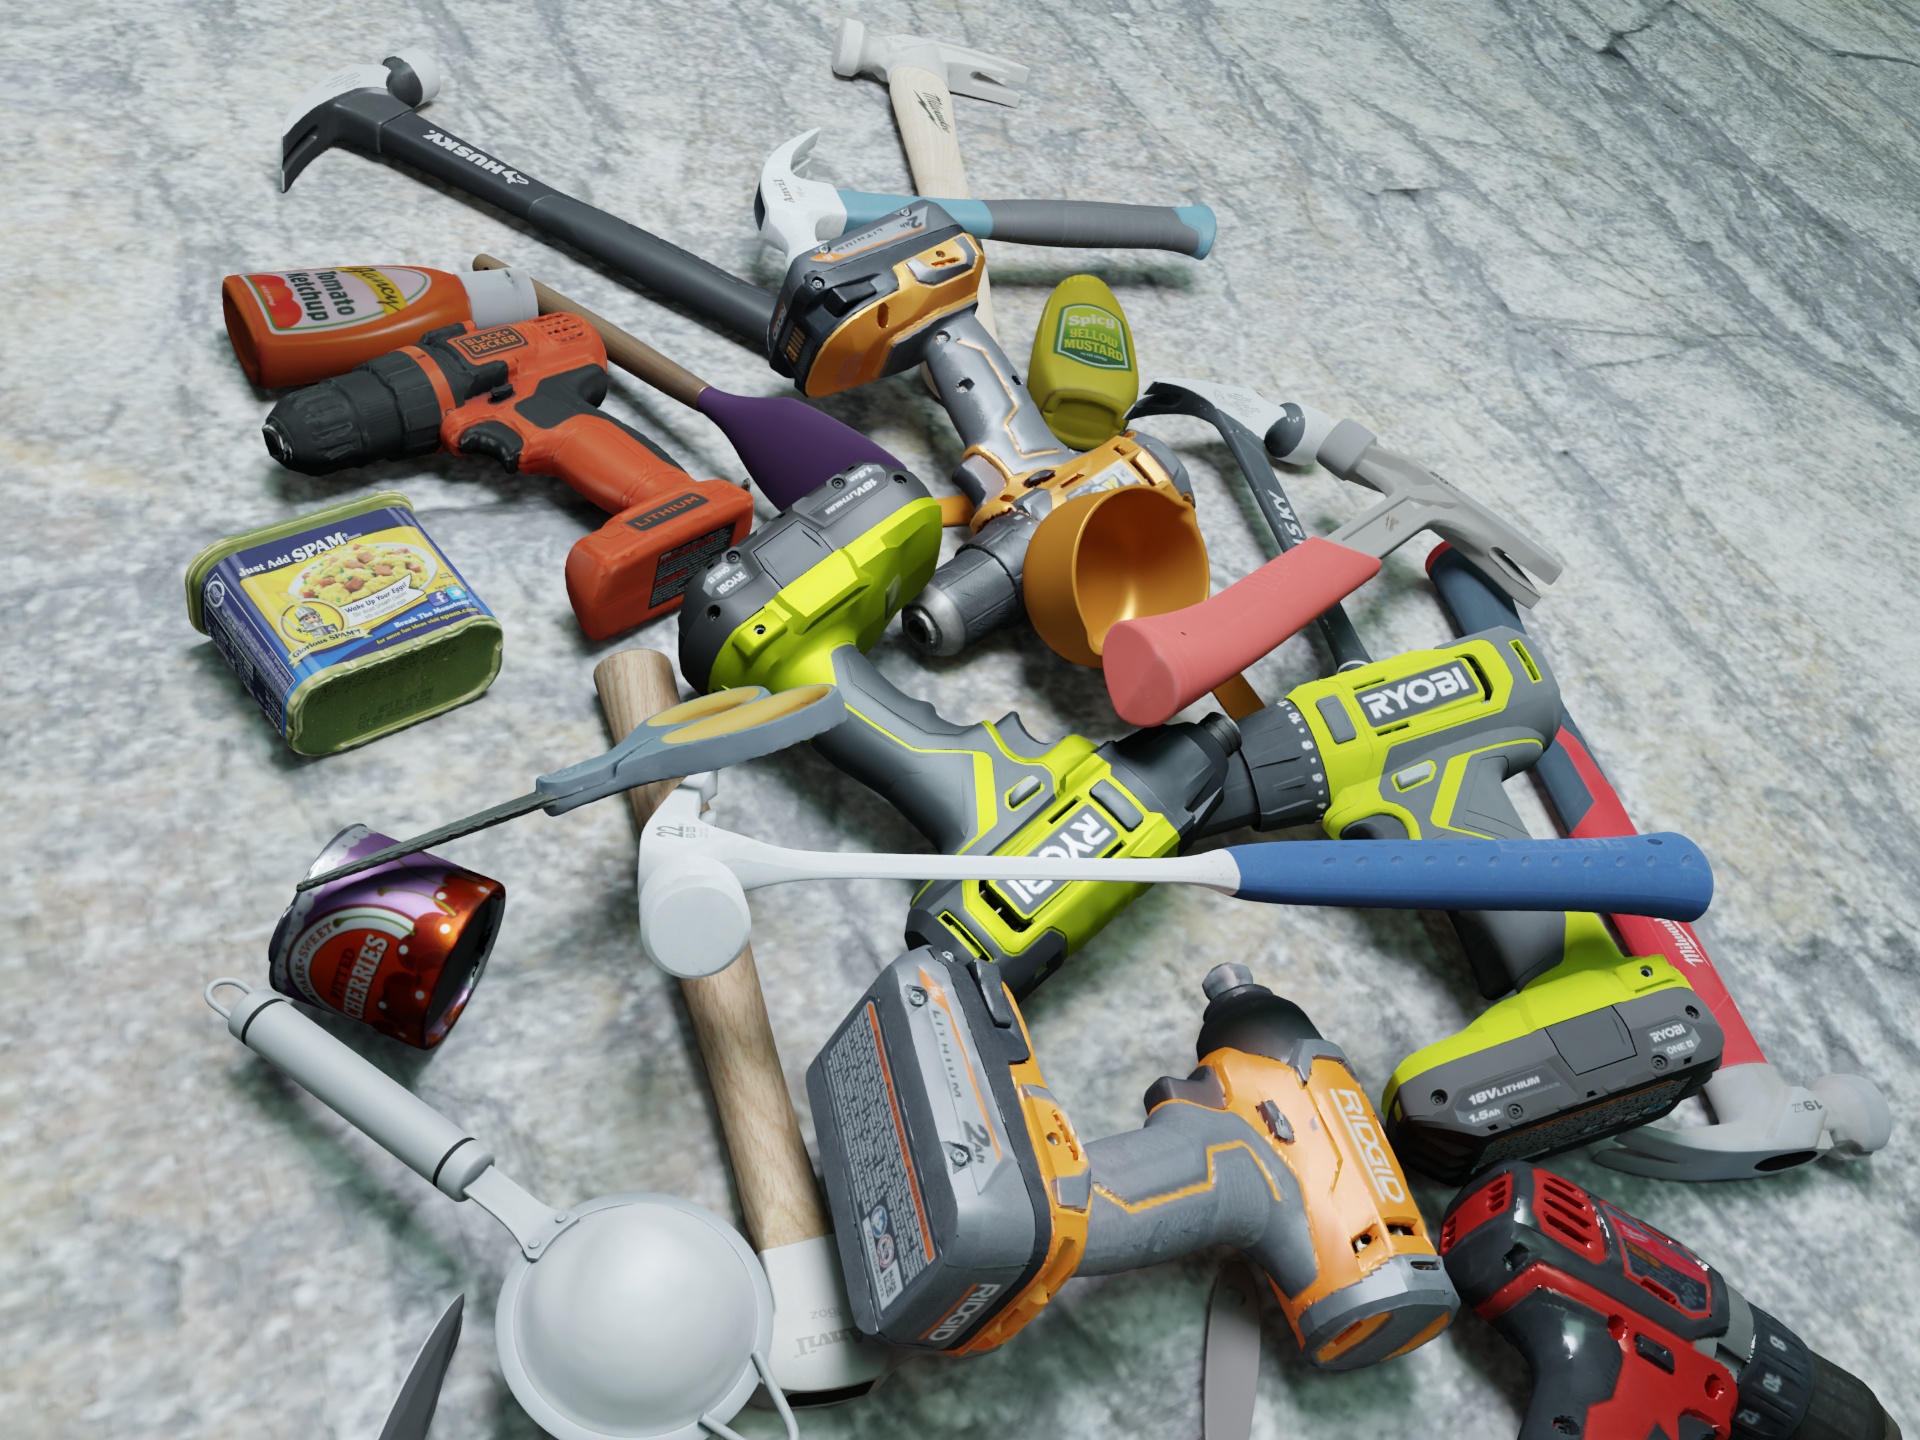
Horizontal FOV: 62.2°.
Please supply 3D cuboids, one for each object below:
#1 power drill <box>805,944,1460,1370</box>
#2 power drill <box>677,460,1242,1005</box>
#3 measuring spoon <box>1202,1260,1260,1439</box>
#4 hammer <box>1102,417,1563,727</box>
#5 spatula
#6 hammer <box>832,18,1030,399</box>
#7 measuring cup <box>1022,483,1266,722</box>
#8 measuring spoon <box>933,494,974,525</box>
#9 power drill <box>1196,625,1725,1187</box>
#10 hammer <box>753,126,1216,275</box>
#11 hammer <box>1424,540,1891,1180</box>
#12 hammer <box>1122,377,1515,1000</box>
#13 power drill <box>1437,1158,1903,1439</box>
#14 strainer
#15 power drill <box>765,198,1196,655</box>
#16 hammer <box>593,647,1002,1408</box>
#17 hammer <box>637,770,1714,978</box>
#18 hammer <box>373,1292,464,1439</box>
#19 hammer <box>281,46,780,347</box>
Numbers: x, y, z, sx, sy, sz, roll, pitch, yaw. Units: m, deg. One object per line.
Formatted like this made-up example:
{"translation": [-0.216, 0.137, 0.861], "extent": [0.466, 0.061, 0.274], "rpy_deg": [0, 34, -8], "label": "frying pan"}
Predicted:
{"translation": [0.063, 0.148, 0.580], "extent": [0.226, 0.084, 0.164], "rpy_deg": [14, 39, -30], "label": "power drill"}
{"translation": [-0.001, -0.002, 0.694], "extent": [0.171, 0.080, 0.223], "rpy_deg": [-39, 71, -20], "label": "power drill"}
{"translation": [0.093, 0.250, 0.570], "extent": [0.034, 0.018, 0.124], "rpy_deg": [21, 39, -1], "label": "measuring spoon"}
{"translation": [0.179, -0.064, 0.772], "extent": [0.149, 0.036, 0.359], "rpy_deg": [40, 37, 15], "label": "hammer"}
{"translation": [-0.151, -0.176, 0.831], "extent": [0.316, 0.059, 0.018], "rpy_deg": [34, 27, 24], "label": "spatula"}
{"translation": [-0.001, -0.343, 1.060], "extent": [0.146, 0.038, 0.411], "rpy_deg": [6, 48, -17], "label": "hammer"}
{"translation": [0.097, -0.041, 0.790], "extent": [0.173, 0.052, 0.095], "rpy_deg": [47, 65, -28], "label": "measuring cup"}
{"translation": [-0.014, -0.116, 0.862], "extent": [0.117, 0.011, 0.021], "rpy_deg": [-11, 54, -28], "label": "measuring spoon"}
{"translation": [0.201, 0.076, 0.697], "extent": [0.190, 0.080, 0.229], "rpy_deg": [-18, 58, -3], "label": "power drill"}
{"translation": [0.026, -0.312, 0.996], "extent": [0.331, 0.033, 0.128], "rpy_deg": [-7, 55, -29], "label": "hammer"}
{"translation": [0.312, 0.048, 0.817], "extent": [0.143, 0.038, 0.387], "rpy_deg": [0, 49, -18], "label": "hammer"}
{"translation": [0.203, -0.038, 0.843], "extent": [0.149, 0.036, 0.409], "rpy_deg": [9, 48, -33], "label": "hammer"}
{"translation": [0.252, 0.280, 0.550], "extent": [0.188, 0.080, 0.227], "rpy_deg": [31, 37, -2], "label": "power drill"}
{"translation": [-0.155, 0.149, 0.513], "extent": [0.258, 0.050, 0.087], "rpy_deg": [28, 41, 19], "label": "strainer"}
{"translation": [-0.008, -0.148, 0.834], "extent": [0.185, 0.084, 0.226], "rpy_deg": [-35, 81, -31], "label": "power drill"}
{"translation": [-0.097, 0.100, 0.621], "extent": [0.130, 0.031, 0.332], "rpy_deg": [-5, 51, -25], "label": "hammer"}
{"translation": [0.086, 0.053, 0.590], "extent": [0.405, 0.035, 0.144], "rpy_deg": [2, 13, -13], "label": "hammer"}
{"translation": [-0.019, 0.274, 0.490], "extent": [0.336, 0.034, 0.127], "rpy_deg": [14, 47, -8], "label": "hammer"}
{"translation": [-0.233, -0.291, 0.926], "extent": [0.335, 0.035, 0.146], "rpy_deg": [28, 45, 5], "label": "hammer"}
